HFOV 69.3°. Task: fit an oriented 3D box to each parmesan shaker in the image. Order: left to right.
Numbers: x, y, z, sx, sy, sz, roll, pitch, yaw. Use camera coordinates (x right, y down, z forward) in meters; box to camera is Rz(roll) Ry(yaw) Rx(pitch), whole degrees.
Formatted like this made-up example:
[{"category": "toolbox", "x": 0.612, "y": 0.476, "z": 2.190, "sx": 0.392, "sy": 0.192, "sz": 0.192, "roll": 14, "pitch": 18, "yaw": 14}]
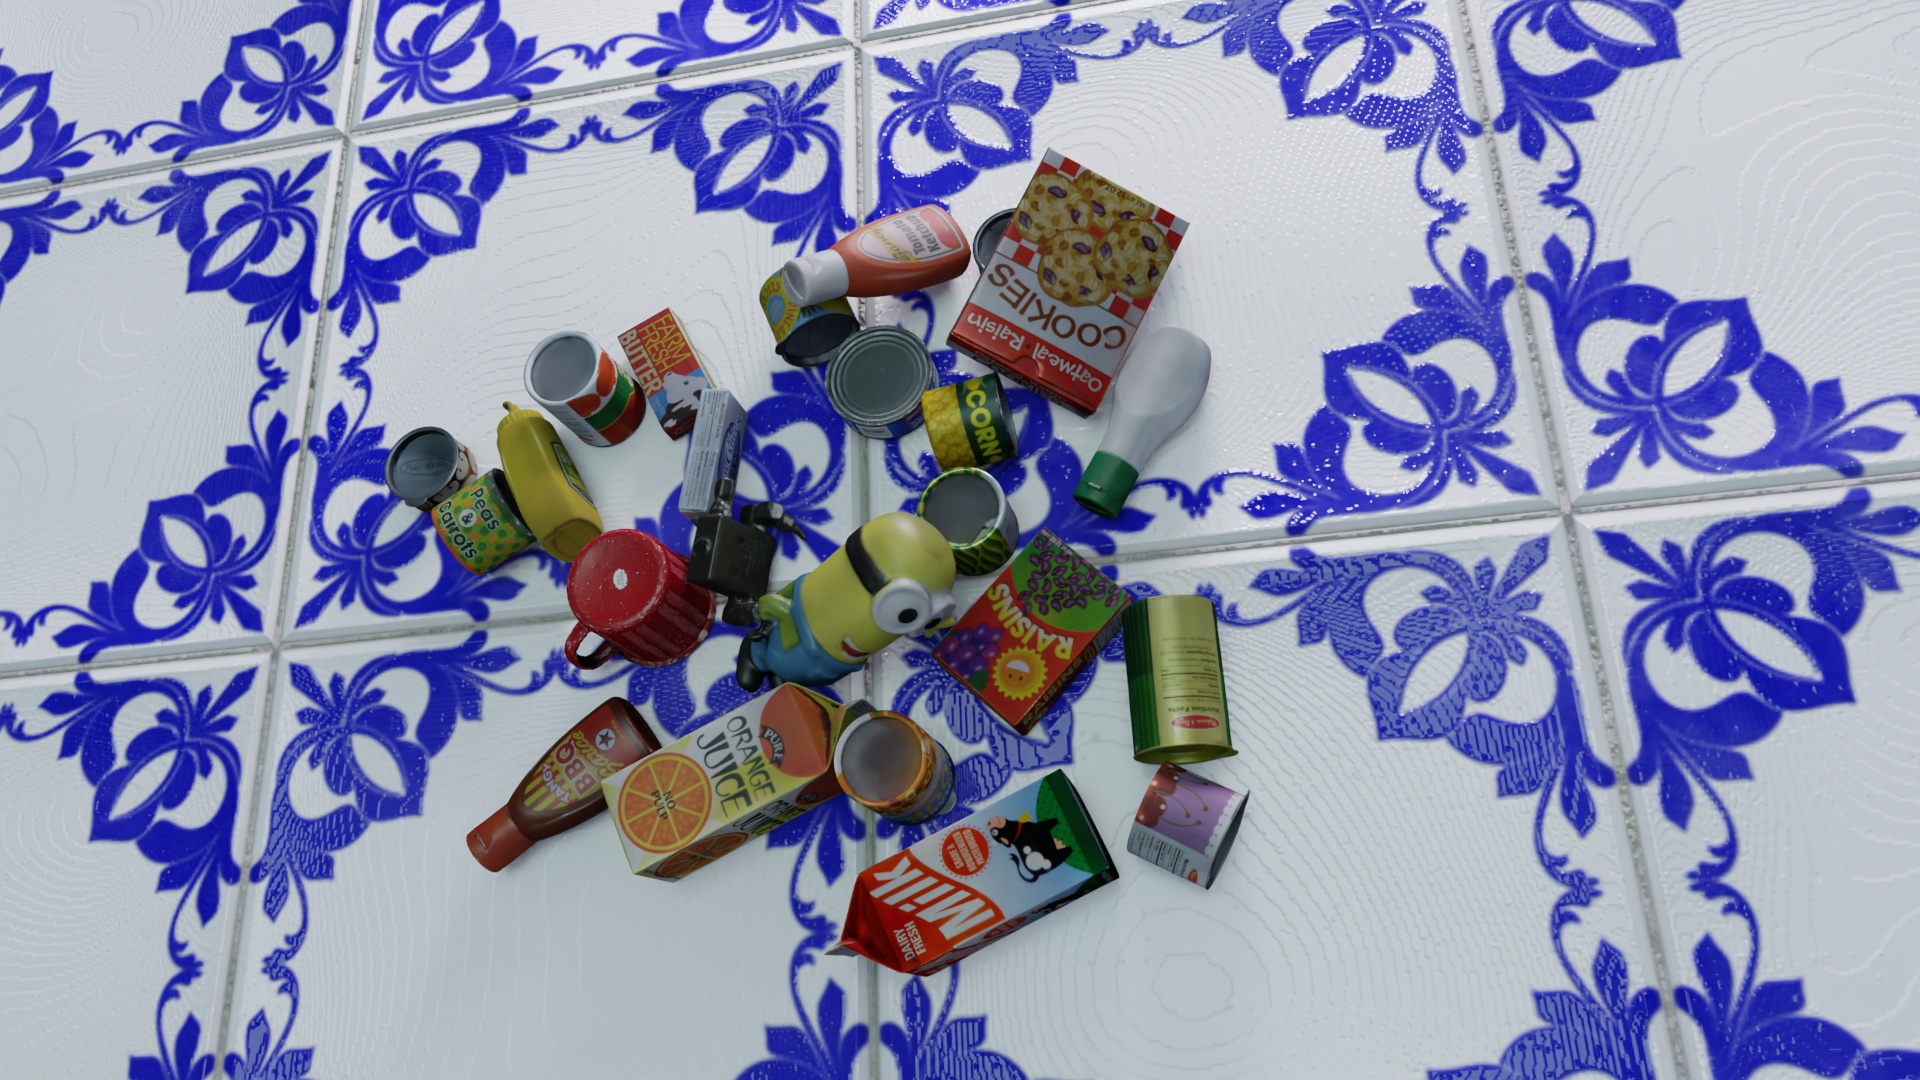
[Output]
[{"category": "parmesan shaker", "x": 0.148, "y": 0.095, "z": 0.942, "sx": 0.071, "sy": 0.071, "sz": 0.103, "roll": -7, "pitch": 69, "yaw": 10}]

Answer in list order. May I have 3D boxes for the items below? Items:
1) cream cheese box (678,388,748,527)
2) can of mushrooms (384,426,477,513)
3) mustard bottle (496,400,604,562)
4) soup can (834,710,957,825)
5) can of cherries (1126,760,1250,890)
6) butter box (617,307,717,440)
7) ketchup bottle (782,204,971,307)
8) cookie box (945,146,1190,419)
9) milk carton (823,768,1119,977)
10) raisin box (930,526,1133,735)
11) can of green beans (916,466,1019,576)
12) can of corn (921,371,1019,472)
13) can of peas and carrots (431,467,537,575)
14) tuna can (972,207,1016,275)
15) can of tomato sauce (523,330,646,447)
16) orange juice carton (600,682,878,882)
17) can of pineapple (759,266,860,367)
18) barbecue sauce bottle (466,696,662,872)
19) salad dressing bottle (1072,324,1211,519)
[{"category": "cream cheese box", "x": -0.191, "y": -0.061, "z": 1.079, "sx": 0.024, "sy": 0.053, "sz": 0.104, "roll": 3, "pitch": 72, "yaw": 12}, {"category": "can of mushrooms", "x": -0.435, "y": -0.055, "z": 1.142, "sx": 0.071, "sy": 0.033, "sz": 0.071, "roll": -4, "pitch": 70, "yaw": 11}, {"category": "mustard bottle", "x": -0.335, "y": -0.058, "z": 1.106, "sx": 0.049, "sy": 0.065, "sz": 0.161, "roll": -31, "pitch": 63, "yaw": -2}, {"category": "soup can", "x": -0.042, "y": 0.158, "z": 0.950, "sx": 0.071, "sy": 0.083, "sz": 0.071, "roll": -4, "pitch": 70, "yaw": 11}, {"category": "can of cherries", "x": 0.149, "y": 0.184, "z": 0.909, "sx": 0.058, "sy": 0.071, "sz": 0.071, "roll": 22, "pitch": 77, "yaw": 20}, {"category": "butter box", "x": -0.235, "y": -0.136, "z": 1.132, "sx": 0.053, "sy": 0.024, "sz": 0.104, "roll": -31, "pitch": 67, "yaw": 0}, {"category": "ketchup bottle", "x": -0.066, "y": -0.216, "z": 1.075, "sx": 0.149, "sy": 0.043, "sz": 0.065, "roll": -24, "pitch": 68, "yaw": -32}, {"category": "cookie box", "x": 0.081, "y": -0.193, "z": 1.047, "sx": 0.123, "sy": 0.040, "sz": 0.168, "roll": 28, "pitch": 80, "yaw": -2}, {"category": "milk carton", "x": 0.003, "y": 0.231, "z": 0.920, "sx": 0.190, "sy": 0.072, "sz": 0.073, "roll": -28, "pitch": 68, "yaw": 2}, {"category": "raisin box", "x": 0.052, "y": 0.064, "z": 0.988, "sx": 0.086, "sy": 0.040, "sz": 0.123, "roll": 39, "pitch": 82, "yaw": 22}, {"category": "can of green beans", "x": 0.006, "y": -0.014, "z": 1.016, "sx": 0.071, "sy": 0.057, "sz": 0.071, "roll": -4, "pitch": 70, "yaw": 11}, {"category": "can of corn", "x": 0.007, "y": -0.086, "z": 1.035, "sx": 0.058, "sy": 0.071, "sz": 0.071, "roll": -15, "pitch": 68, "yaw": 8}, {"category": "can of peas and carrots", "x": -0.373, "y": -0.014, "z": 1.093, "sx": 0.059, "sy": 0.070, "sz": 0.071, "roll": -33, "pitch": 67, "yaw": 0}, {"category": "tuna can", "x": 0.045, "y": -0.224, "z": 1.097, "sx": 0.071, "sy": 0.032, "sz": 0.071, "roll": -4, "pitch": 70, "yaw": 11}, {"category": "can of tomato sauce", "x": -0.298, "y": -0.122, "z": 1.109, "sx": 0.071, "sy": 0.083, "sz": 0.071, "roll": -4, "pitch": 70, "yaw": 11}, {"category": "orange juice carton", "x": -0.145, "y": 0.162, "z": 0.978, "sx": 0.193, "sy": 0.071, "sz": 0.073, "roll": -28, "pitch": 68, "yaw": 2}, {"category": "can of pineapple", "x": -0.121, "y": -0.179, "z": 1.098, "sx": 0.071, "sy": 0.071, "sz": 0.058, "roll": -26, "pitch": 66, "yaw": 3}, {"category": "barbecue sauce bottle", "x": -0.291, "y": 0.183, "z": 1.018, "sx": 0.148, "sy": 0.043, "sz": 0.065, "roll": -39, "pitch": 67, "yaw": -3}, {"category": "salad dressing bottle", "x": 0.132, "y": -0.087, "z": 1.023, "sx": 0.064, "sy": 0.044, "sz": 0.148, "roll": 25, "pitch": 78, "yaw": 26}]
